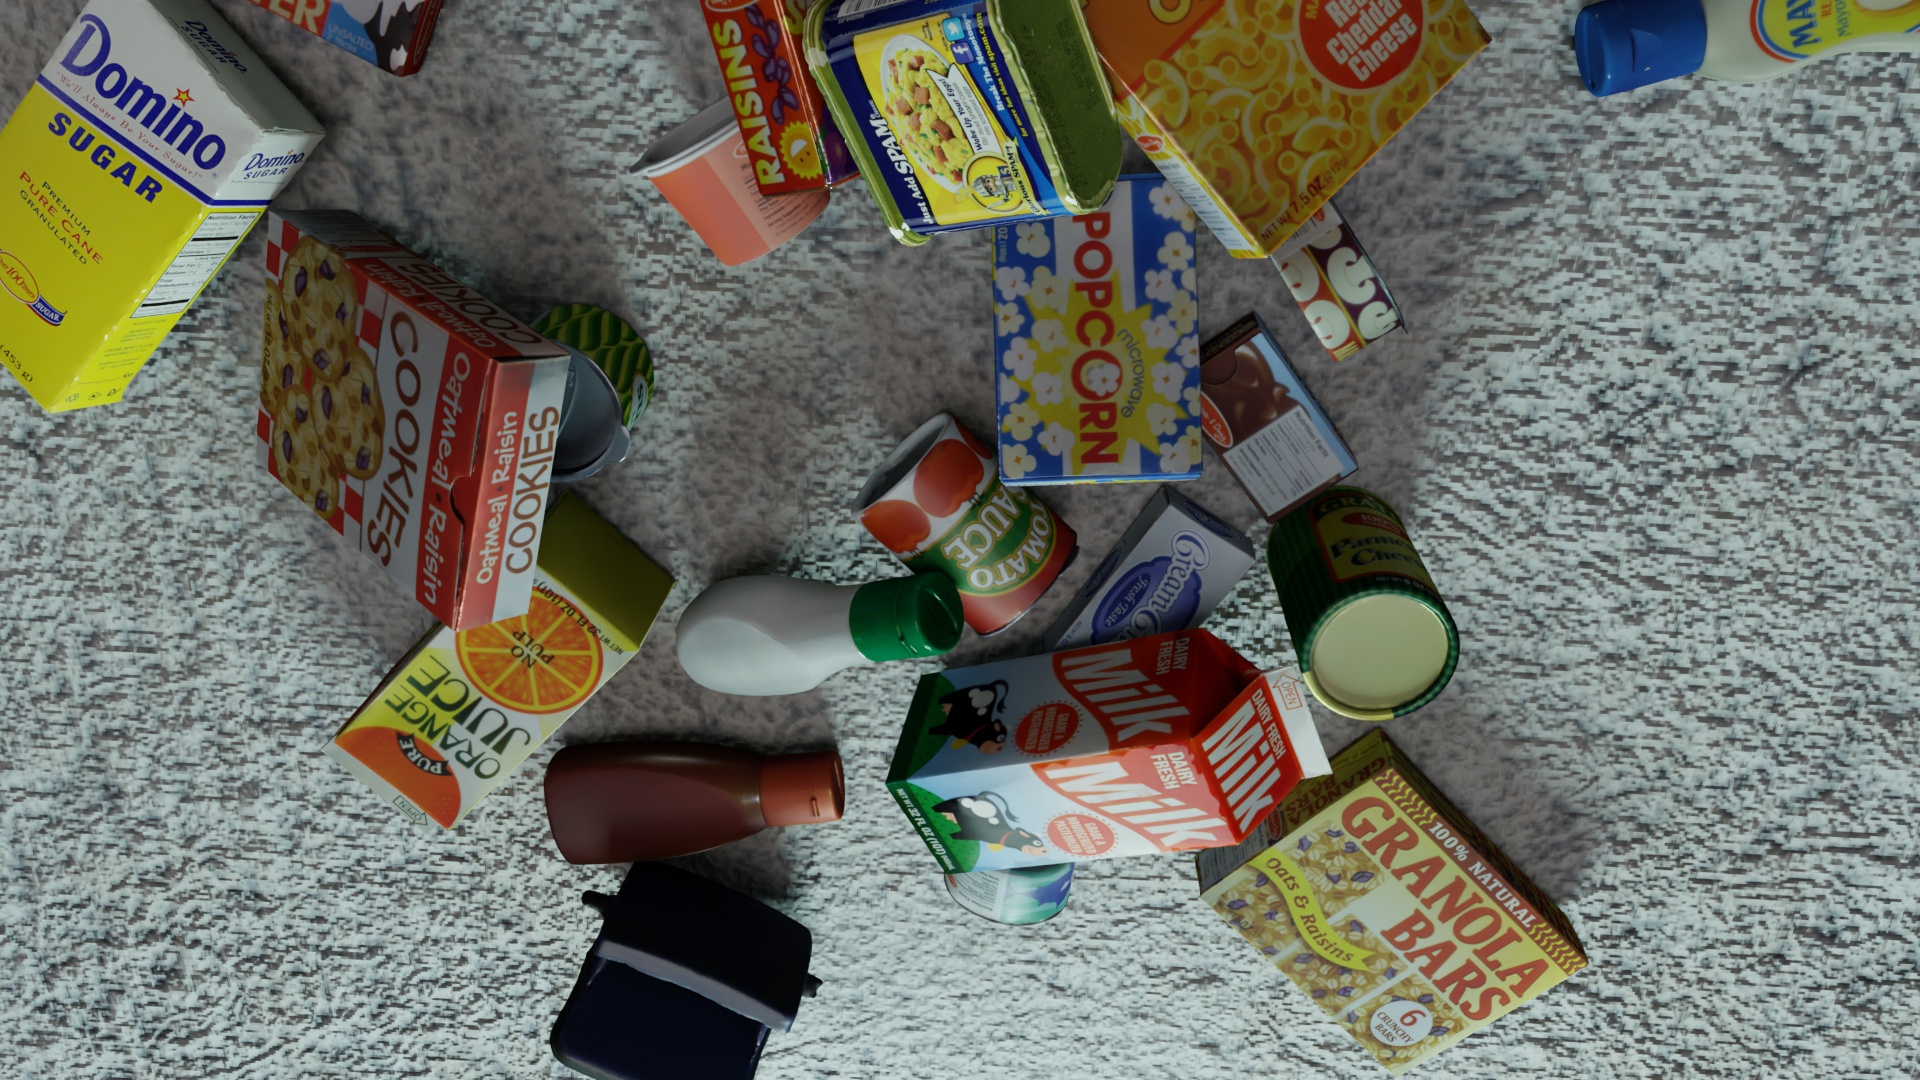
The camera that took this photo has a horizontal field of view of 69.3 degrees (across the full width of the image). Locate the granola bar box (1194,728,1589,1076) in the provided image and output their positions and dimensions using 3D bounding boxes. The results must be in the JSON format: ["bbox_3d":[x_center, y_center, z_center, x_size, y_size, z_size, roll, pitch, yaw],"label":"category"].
[{"bbox_3d":[0.224,0.192,0.729,0.124,0.039,0.165,-41,106,20],"label":"granola bar box"}]

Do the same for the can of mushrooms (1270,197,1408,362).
[{"bbox_3d":[0.156,-0.108,0.579,0.033,0.071,0.071,-31,109,17],"label":"can of mushrooms"}]

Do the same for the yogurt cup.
[{"bbox_3d":[-0.090,-0.151,0.577,0.072,0.073,0.053,-25,119,14],"label":"yogurt cup"}]

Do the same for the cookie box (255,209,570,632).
[{"bbox_3d":[-0.241,-0.055,0.594,0.168,0.040,0.122,32,118,29],"label":"cookie box"}]

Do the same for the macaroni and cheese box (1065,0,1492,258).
[{"bbox_3d":[0.102,-0.211,0.531,0.124,0.040,0.166,-44,105,0],"label":"macaroni and cheese box"}]

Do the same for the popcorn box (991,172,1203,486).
[{"bbox_3d":[0.057,-0.087,0.587,0.085,0.038,0.126,-2,92,5],"label":"popcorn box"}]

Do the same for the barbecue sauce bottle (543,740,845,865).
[{"bbox_3d":[-0.136,0.133,0.722,0.148,0.044,0.064,-5,114,5],"label":"barbecue sauce bottle"}]

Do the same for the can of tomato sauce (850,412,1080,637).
[{"bbox_3d":[0.002,-0.008,0.634,0.071,0.071,0.083,-41,106,19],"label":"can of tomato sauce"}]

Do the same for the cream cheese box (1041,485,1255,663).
[{"bbox_3d":[0.090,0.029,0.670,0.053,0.024,0.103,31,113,-12],"label":"cream cheese box"}]

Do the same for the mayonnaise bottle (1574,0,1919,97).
[{"bbox_3d":[0.319,-0.209,0.537,0.148,0.041,0.064,-14,115,9],"label":"mayonnaise bottle"}]

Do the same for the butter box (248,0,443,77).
[{"bbox_3d":[-0.265,-0.238,0.569,0.103,0.024,0.053,26,113,-9],"label":"butter box"}]

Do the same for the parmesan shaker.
[{"bbox_3d":[0.180,0.027,0.620,0.071,0.103,0.071,1,115,3],"label":"parmesan shaker"}]

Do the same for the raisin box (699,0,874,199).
[{"bbox_3d":[-0.056,-0.204,0.535,0.040,0.086,0.123,1,118,34],"label":"raisin box"}]

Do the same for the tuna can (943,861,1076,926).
[{"bbox_3d":[0.028,0.163,0.714,0.071,0.071,0.032,9,115,-1],"label":"tuna can"}]

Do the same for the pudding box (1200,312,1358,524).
[{"bbox_3d":[0.136,-0.055,0.625,0.049,0.030,0.083,-34,108,19],"label":"pudding box"}]

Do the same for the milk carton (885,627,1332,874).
[{"bbox_3d":[0.070,0.097,0.647,0.190,0.074,0.072,-11,126,24],"label":"milk carton"}]

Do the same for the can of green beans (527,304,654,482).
[{"bbox_3d":[-0.176,-0.067,0.623,0.071,0.058,0.071,1,115,3],"label":"can of green beans"}]

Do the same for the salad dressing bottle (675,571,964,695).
[{"bbox_3d":[-0.067,0.041,0.642,0.147,0.044,0.064,-9,131,36],"label":"salad dressing bottle"}]

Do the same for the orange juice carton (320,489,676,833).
[{"bbox_3d":[-0.234,0.070,0.682,0.192,0.073,0.071,-41,106,20],"label":"orange juice carton"}]
